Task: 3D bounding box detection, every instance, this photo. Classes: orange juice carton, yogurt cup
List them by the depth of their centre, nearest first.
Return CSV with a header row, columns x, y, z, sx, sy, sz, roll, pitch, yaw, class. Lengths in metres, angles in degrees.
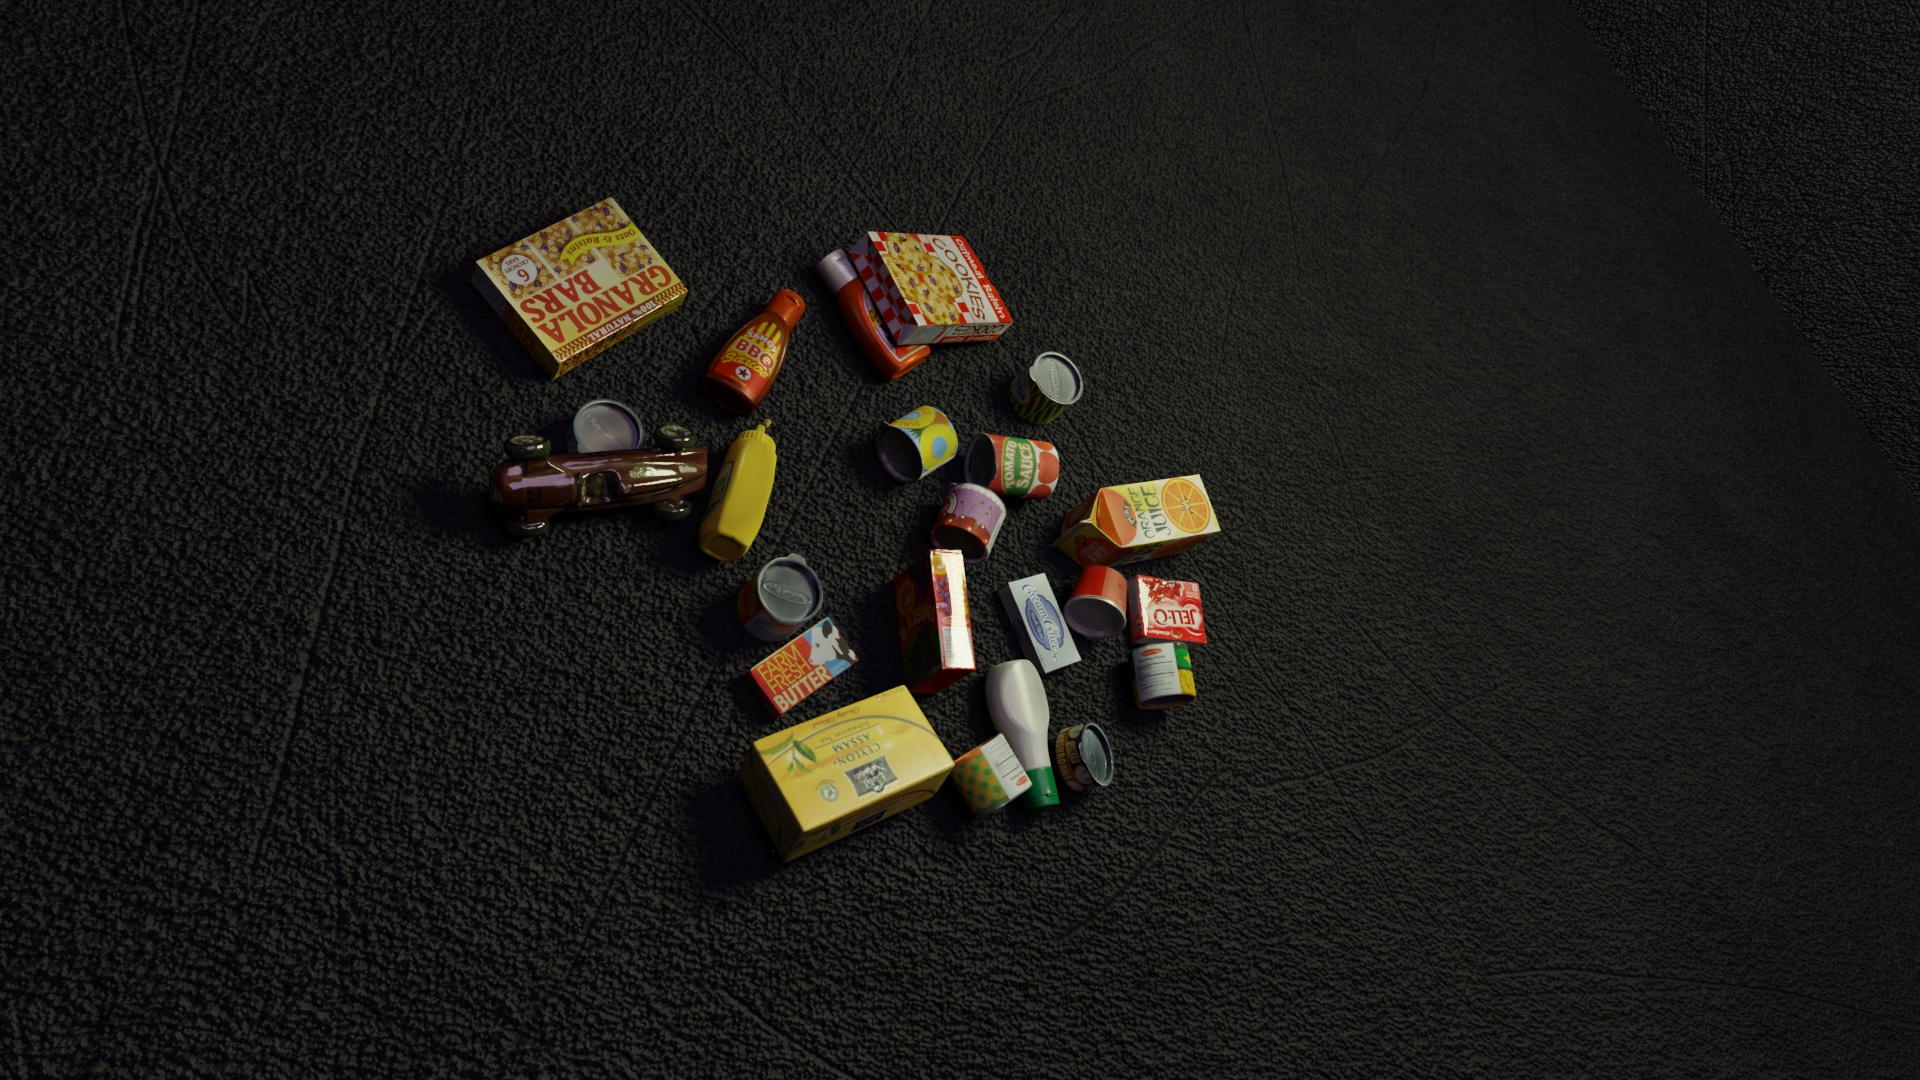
x,y,z,sx,sy,sz,roll,pitch,yaw,class
0.148,0.064,1.496,0.072,0.072,0.054,32,48,-15,yogurt cup
0.190,-0.018,1.553,0.193,0.071,0.073,-9,72,-34,orange juice carton

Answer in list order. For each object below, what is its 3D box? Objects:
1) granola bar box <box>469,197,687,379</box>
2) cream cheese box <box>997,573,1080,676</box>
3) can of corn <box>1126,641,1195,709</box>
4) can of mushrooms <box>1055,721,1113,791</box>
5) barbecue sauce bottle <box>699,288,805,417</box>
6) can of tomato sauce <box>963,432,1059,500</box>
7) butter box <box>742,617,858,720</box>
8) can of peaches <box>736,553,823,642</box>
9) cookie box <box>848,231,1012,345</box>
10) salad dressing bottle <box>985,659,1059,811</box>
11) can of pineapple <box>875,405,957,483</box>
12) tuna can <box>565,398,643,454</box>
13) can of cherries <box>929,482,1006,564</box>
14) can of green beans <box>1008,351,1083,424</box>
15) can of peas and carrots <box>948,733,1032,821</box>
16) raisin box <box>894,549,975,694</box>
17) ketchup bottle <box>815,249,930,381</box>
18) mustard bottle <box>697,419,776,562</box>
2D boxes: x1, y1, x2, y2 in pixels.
x,y,z,sx,sy,sz,roll,pitch,yaw,class
-0.367,-0.246,1.346,0.124,0.039,0.166,50,52,-1,granola bar box
0.083,0.089,1.469,0.053,0.024,0.104,-15,76,-36,cream cheese box
0.218,0.147,1.498,0.071,0.071,0.058,5,66,-29,can of corn
0.125,0.220,1.410,0.071,0.033,0.071,38,43,-45,can of mushrooms
-0.206,-0.196,1.416,0.065,0.043,0.149,35,54,-12,barbecue sauce bottle
0.056,-0.079,1.503,0.083,0.071,0.071,5,66,-30,can of tomato sauce
-0.151,0.121,1.313,0.104,0.024,0.053,-35,88,-38,butter box
-0.171,0.055,1.311,0.071,0.057,0.071,13,62,-25,can of peaches
-0.029,-0.278,1.531,0.168,0.040,0.123,-12,69,-50,cookie box
0.065,0.196,1.396,0.064,0.044,0.148,0,69,-38,salad dressing bottle
-0.046,-0.102,1.453,0.058,0.070,0.071,-34,88,-38,can of pineapple
-0.335,-0.095,1.298,0.071,0.032,0.071,13,62,-26,tuna can
0.005,-0.018,1.447,0.071,0.071,0.059,33,56,-14,can of cherries
0.096,-0.172,1.578,0.071,0.057,0.071,13,62,-26,can of green beans
0.025,0.229,1.344,0.071,0.070,0.059,-27,83,-37,can of peas and carrots
-0.026,0.080,1.368,0.040,0.085,0.124,5,66,-27,raisin box
-0.099,-0.246,1.504,0.149,0.043,0.065,53,47,1,ketchup bottle
-0.209,-0.057,1.340,0.049,0.065,0.161,29,50,-23,mustard bottle
